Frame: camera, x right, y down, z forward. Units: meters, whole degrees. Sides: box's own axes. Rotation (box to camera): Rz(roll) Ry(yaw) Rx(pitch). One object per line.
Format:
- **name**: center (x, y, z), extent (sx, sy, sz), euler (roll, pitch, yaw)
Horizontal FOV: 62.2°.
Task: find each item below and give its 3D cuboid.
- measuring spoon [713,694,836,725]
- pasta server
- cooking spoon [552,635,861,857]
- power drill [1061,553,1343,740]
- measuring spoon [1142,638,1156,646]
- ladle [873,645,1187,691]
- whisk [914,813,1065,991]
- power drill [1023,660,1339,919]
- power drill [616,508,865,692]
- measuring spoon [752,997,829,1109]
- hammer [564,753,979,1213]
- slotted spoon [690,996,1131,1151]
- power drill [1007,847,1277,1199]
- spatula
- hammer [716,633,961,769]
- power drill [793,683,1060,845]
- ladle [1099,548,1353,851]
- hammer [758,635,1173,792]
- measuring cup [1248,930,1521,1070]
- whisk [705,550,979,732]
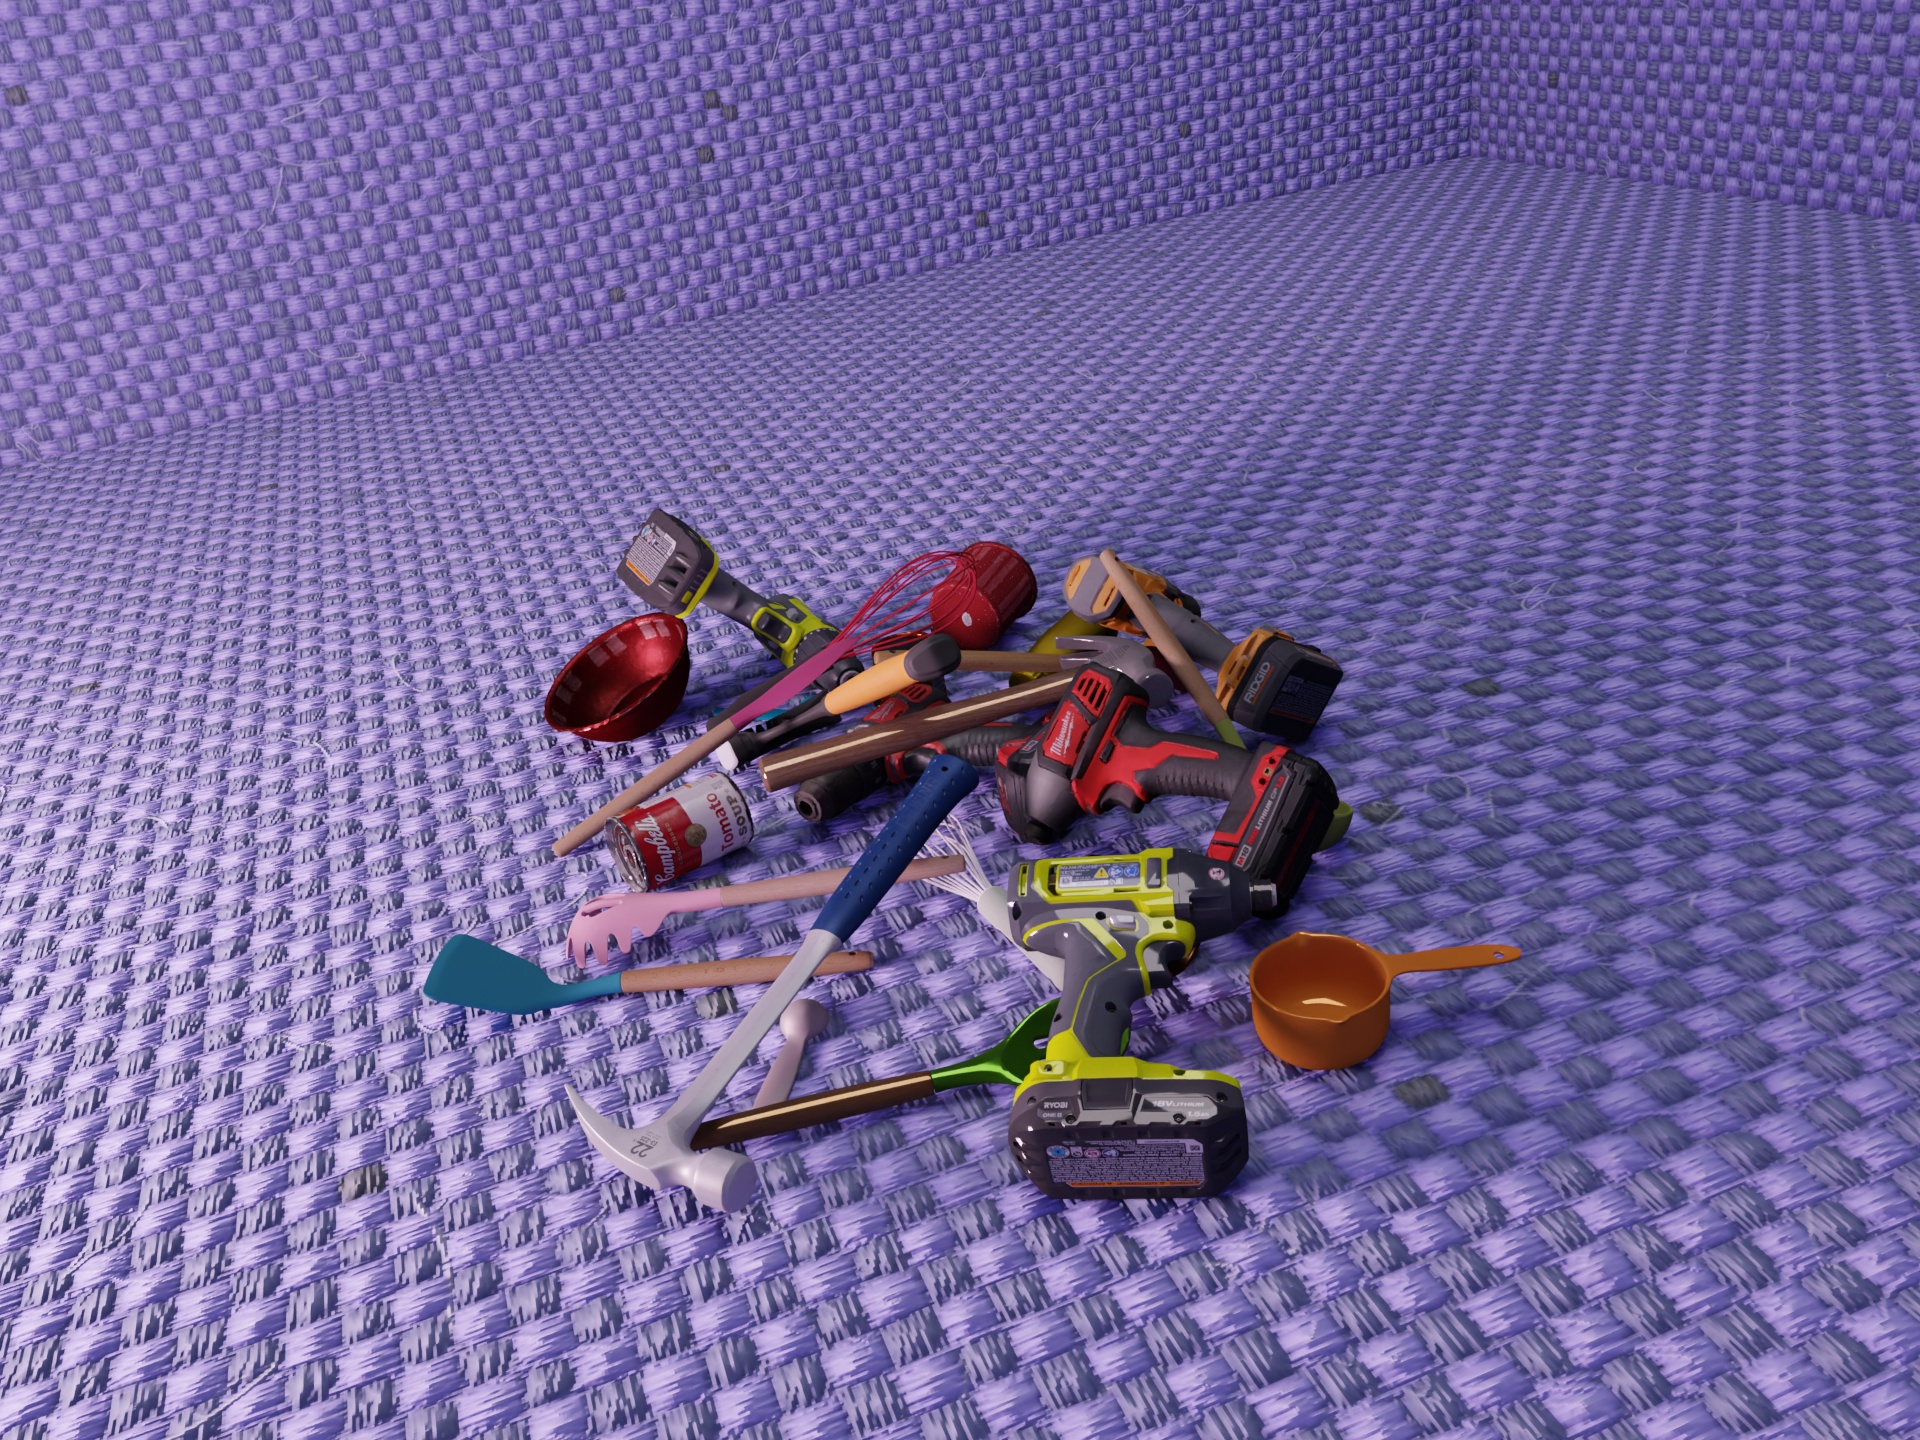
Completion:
- **measuring spoon**: center (-0.180, -0.014, 1.528), extent (0.128, 0.021, 0.042), euler (1, 29, 15)
- **pasta server**: center (-0.150, 0.135, 1.195), extent (0.316, 0.040, 0.060), euler (-9, 27, 8)
- **cooking spoon**: center (-0.216, 0.019, 1.368), extent (0.319, 0.017, 0.069), euler (-37, 11, -8)
- **power drill**: center (0.218, -0.068, 1.390), extent (0.226, 0.084, 0.185), euler (35, 14, 33)
- **measuring spoon**: center (0.187, -0.077, 1.558), extent (0.021, 0.011, 0.117), euler (7, 31, 27)
- **ladle**: center (0.074, -0.051, 1.418), extent (0.315, 0.031, 0.069), euler (1, 29, -21)
- **whisk**: center (0.018, 0.130, 1.181), extent (0.057, 0.059, 0.247), euler (21, 12, -39)
- **power drill**: center (0.150, 0.055, 1.168), extent (0.220, 0.078, 0.143), euler (24, 83, 31)
- **power drill**: center (-0.202, -0.103, 1.534), extent (0.080, 0.228, 0.191), euler (-57, 35, 4)
- **measuring spoon**: center (-0.118, 0.226, 1.061), extent (0.034, 0.018, 0.124), euler (-1, 30, 14)
- **hammer**: center (-0.103, 0.154, 1.086), extent (0.144, 0.035, 0.406), euler (10, 40, 27)
- **slotted spoon**: center (-0.043, 0.234, 1.011), extent (0.313, 0.031, 0.070), euler (-12, 45, -5)
- **power drill**: center (0.111, 0.173, 0.974), extent (0.171, 0.080, 0.223), euler (-4, 43, 10)
- **spatula**: center (-0.221, 0.179, 1.152), extent (0.317, 0.044, 0.082), euler (-6, 24, 3)
- **hammer**: center (-0.090, -0.021, 1.337), extent (0.127, 0.034, 0.337), euler (-26, 3, -32)
- **power drill**: center (-0.010, 0.040, 1.327), extent (0.227, 0.080, 0.188), euler (9, 32, 35)
- **ladle**: center (0.200, -0.026, 1.261), extent (0.078, 0.062, 0.320), euler (-5, 53, -40)
- **hammer**: center (-0.002, -0.004, 1.293), extent (0.331, 0.031, 0.130), euler (-17, 25, -6)
- **measuring cup**: center (0.271, 0.176, 1.013), extent (0.173, 0.052, 0.095), euler (-7, 27, -2)
- **whisk**: center (-0.106, -0.068, 1.462), extent (0.296, 0.073, 0.073), euler (-33, 31, -5)
